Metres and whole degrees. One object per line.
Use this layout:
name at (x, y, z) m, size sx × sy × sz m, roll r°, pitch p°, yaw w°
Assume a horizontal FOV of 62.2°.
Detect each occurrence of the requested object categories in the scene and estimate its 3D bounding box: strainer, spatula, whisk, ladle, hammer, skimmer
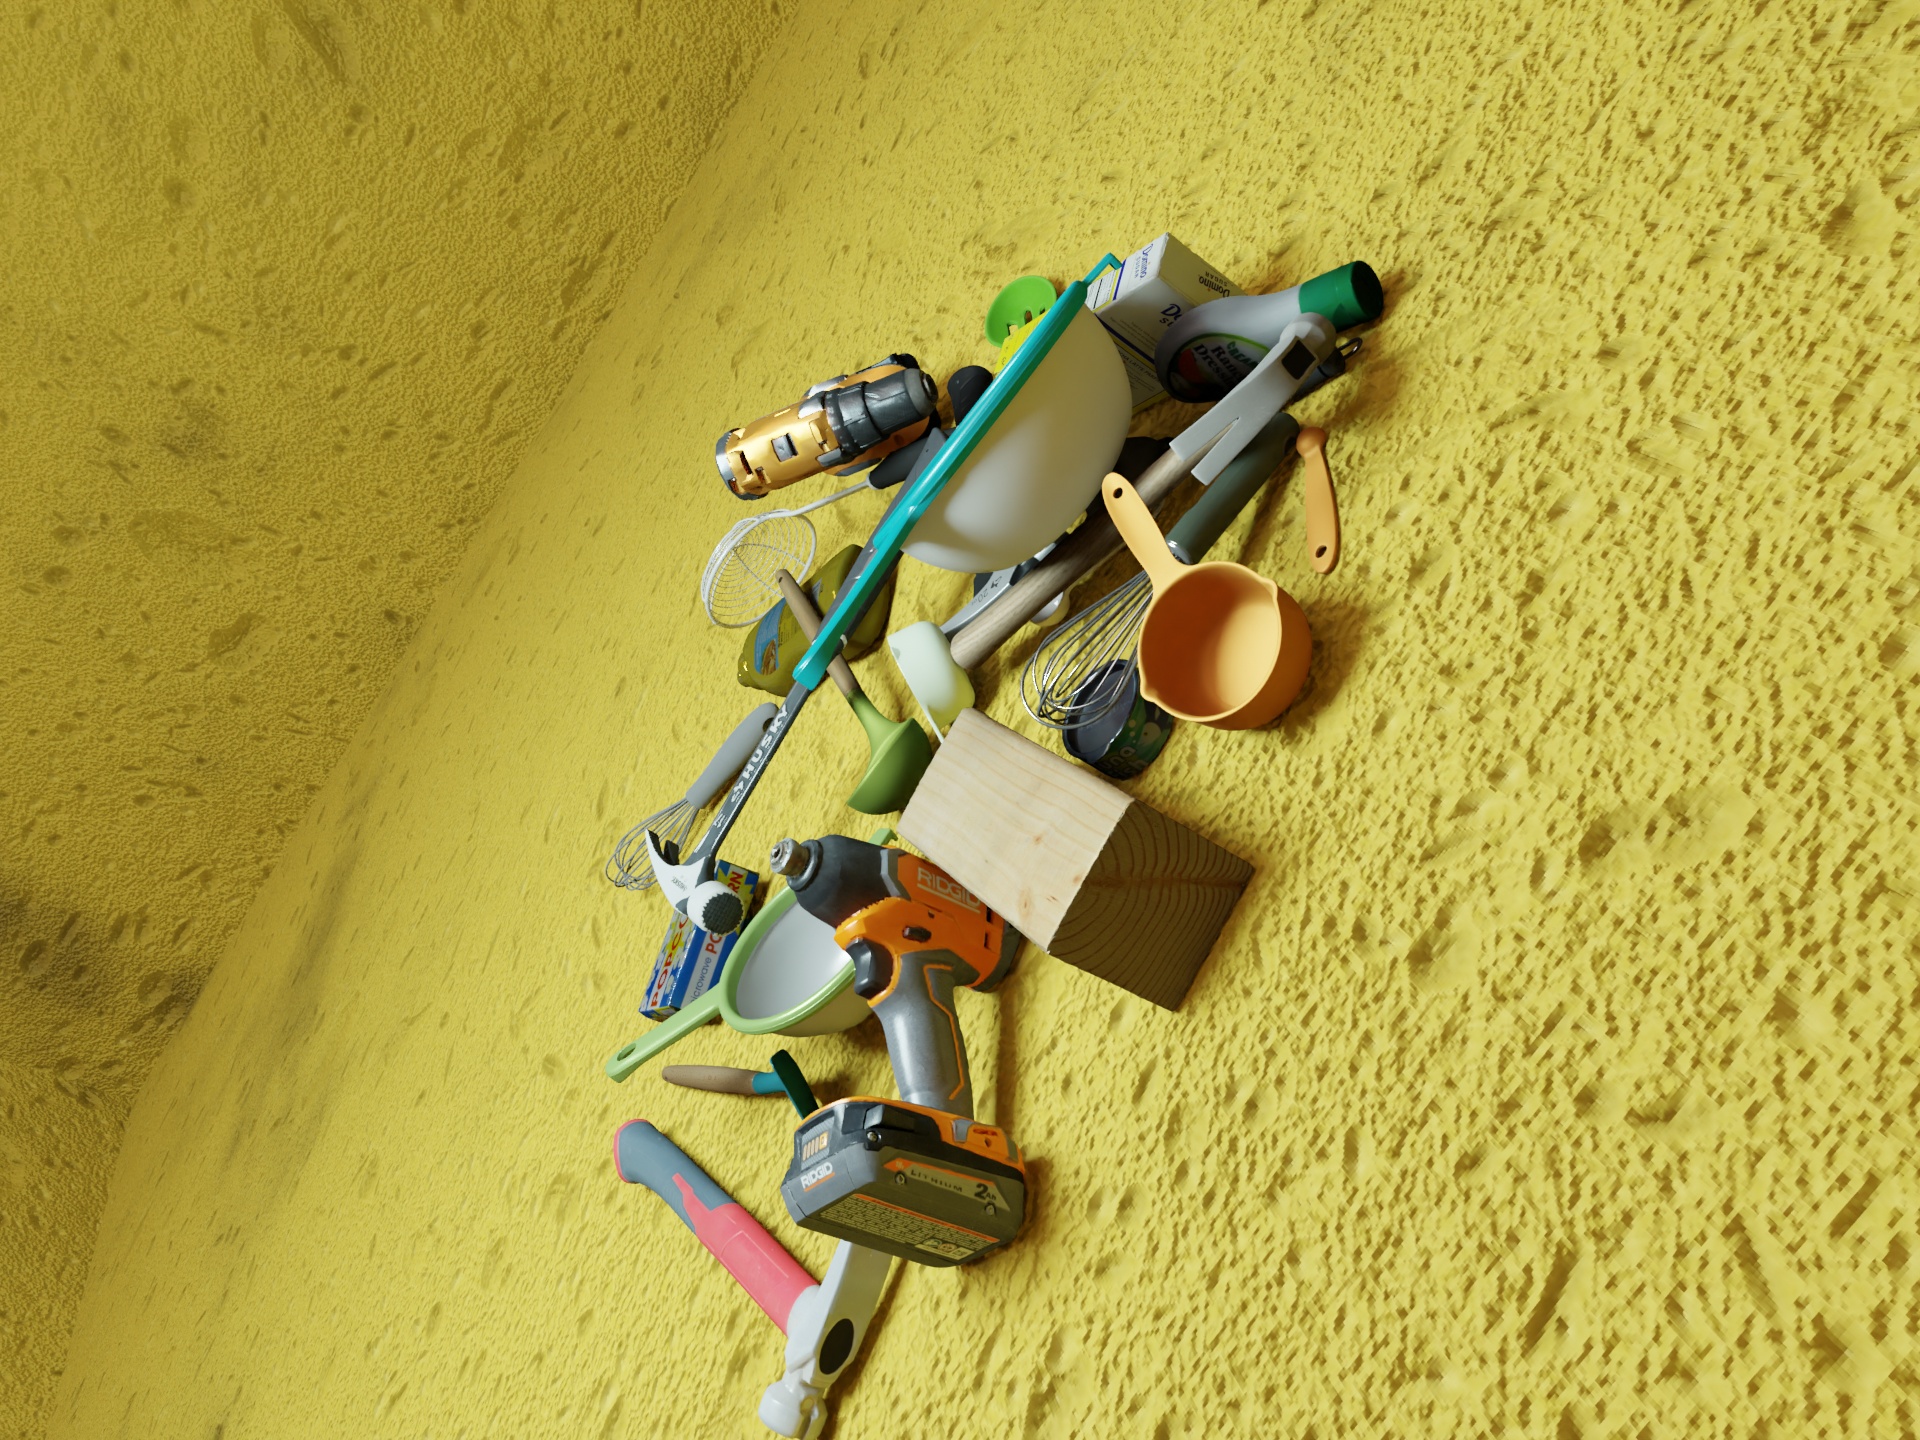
strainer at (0.015, -0.122, 0.977) m, size 0.340 × 0.095 × 0.211 m, roll -59°, pitch 10°, yaw -34°
spatula at (-0.160, 0.260, 1.121) m, size 0.044 × 0.082 × 0.317 m, roll -34°, pitch 8°, yaw -31°
whisk at (0.122, -0.091, 0.936) m, size 0.059 × 0.057 × 0.246 m, roll 35°, pitch 76°, yaw 24°
ladle at (-0.099, -0.038, 1.228) m, size 0.078 × 0.062 × 0.321 m, roll -52°, pitch 40°, yaw 16°
hammer at (-0.153, 0.321, 1.059) m, size 0.386 × 0.038 × 0.143 m, roll 9°, pitch 75°, yaw 62°
strainer at (0.152, -0.186, 1.028) m, size 0.258 × 0.050 × 0.087 m, roll -25°, pitch 29°, yaw 43°
hammer at (0.014, -0.182, 1.259) m, size 0.146 × 0.035 × 0.335 m, roll -44°, pitch 32°, yaw 28°
hammer at (-0.109, -0.040, 1.188) m, size 0.149 × 0.036 × 0.409 m, roll 22°, pitch 80°, yaw 57°
hammer at (0.095, -0.124, 0.996) m, size 0.331 × 0.031 × 0.130 m, roll -40°, pitch 6°, yaw 43°
strainer at (-0.125, 0.190, 1.067) m, size 0.256 × 0.069 × 0.152 m, roll -34°, pitch 26°, yaw 17°
skimmer at (-0.098, -0.161, 1.357) m, size 0.363 × 0.127 × 0.090 m, roll -15°, pitch 96°, yaw 47°
whisk at (-0.242, 0.070, 1.443) m, size 0.239 × 0.055 × 0.055 m, roll -48°, pitch 30°, yaw 17°

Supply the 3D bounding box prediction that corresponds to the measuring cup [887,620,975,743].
measuring cup at (-0.002, -0.004, 1.104) m, size 0.038 × 0.083 × 0.168 m, roll -30°, pitch 52°, yaw 2°

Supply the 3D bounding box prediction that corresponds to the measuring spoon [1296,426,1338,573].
measuring spoon at (0.203, -0.129, 0.913) m, size 0.021 × 0.011 × 0.117 m, roll -36°, pitch 37°, yaw 39°

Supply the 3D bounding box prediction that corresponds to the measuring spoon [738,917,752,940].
measuring spoon at (-0.159, 0.172, 1.231) m, size 0.042 × 0.021 × 0.129 m, roll -63°, pitch 27°, yaw -4°

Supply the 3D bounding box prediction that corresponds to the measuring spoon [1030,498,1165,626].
measuring spoon at (0.095, -0.106, 1.078) m, size 0.124 × 0.018 × 0.034 m, roll -42°, pitch 35°, yaw 20°

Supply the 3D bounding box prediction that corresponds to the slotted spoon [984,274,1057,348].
slotted spoon at (0.042, -0.262, 1.255) m, size 0.070 × 0.031 × 0.314 m, roll -21°, pitch 37°, yaw 24°

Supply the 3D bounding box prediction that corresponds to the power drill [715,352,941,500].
power drill at (-0.084, -0.253, 1.330) m, size 0.185 × 0.084 × 0.226 m, roll -19°, pitch 11°, yaw 20°

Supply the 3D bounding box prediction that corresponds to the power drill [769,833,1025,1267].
power drill at (-0.041, 0.169, 0.884) m, size 0.084 × 0.164 × 0.227 m, roll -39°, pitch 37°, yaw 36°

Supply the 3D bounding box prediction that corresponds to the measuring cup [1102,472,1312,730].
measuring cup at (0.130, -0.070, 0.882) m, size 0.095 × 0.052 × 0.174 m, roll -42°, pitch 54°, yaw 24°
